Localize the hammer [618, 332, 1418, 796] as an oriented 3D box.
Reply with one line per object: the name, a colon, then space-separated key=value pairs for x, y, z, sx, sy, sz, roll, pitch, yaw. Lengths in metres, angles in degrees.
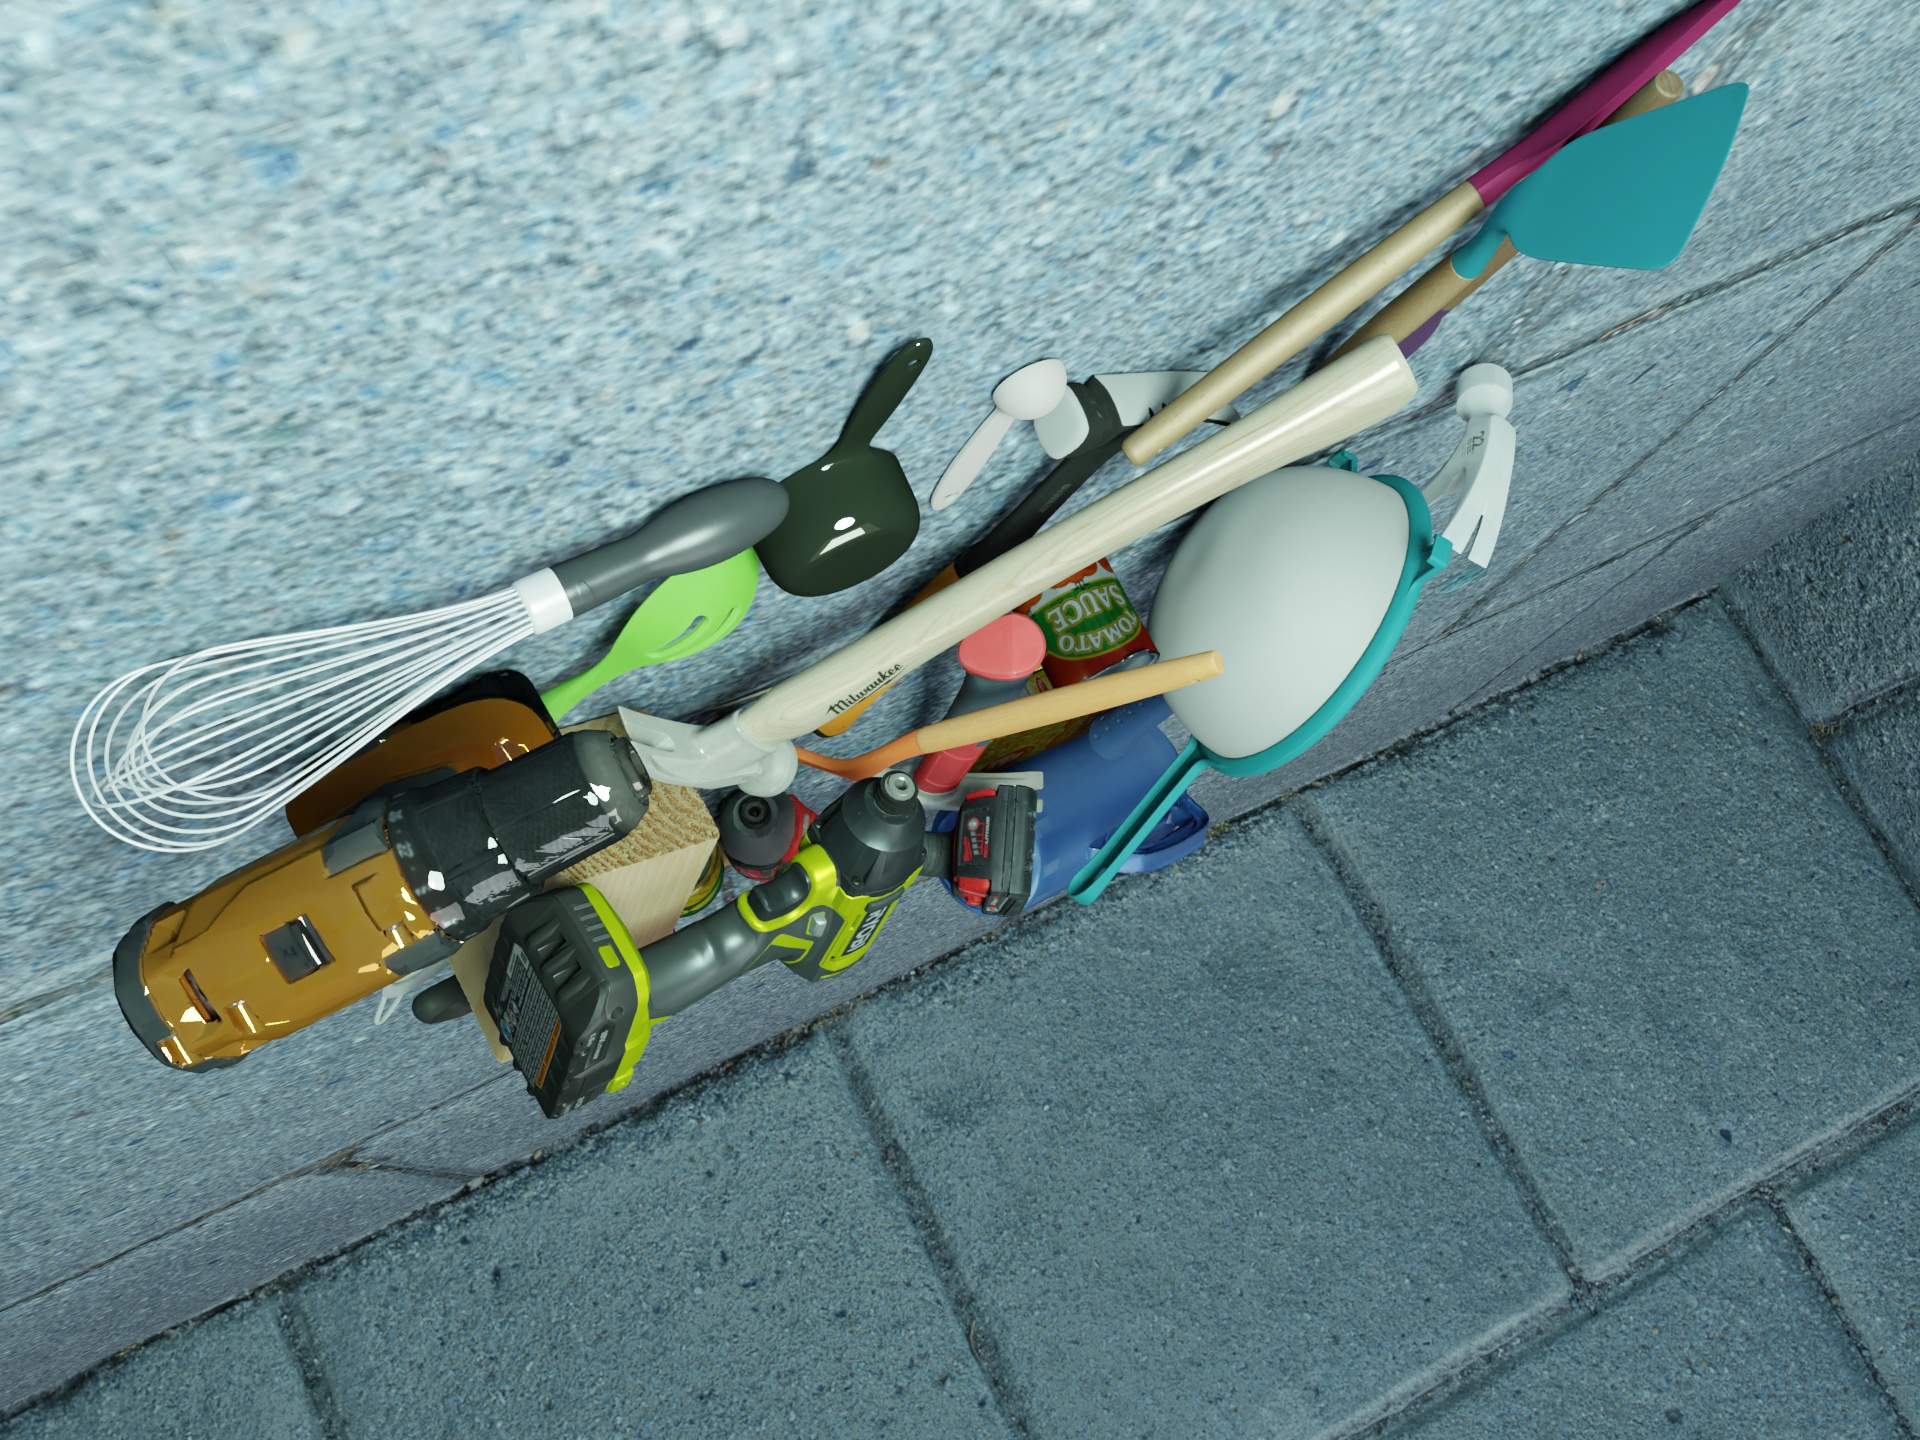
hammer: x=0.026 y=-0.072 z=0.775 sx=0.410 sy=0.038 sz=0.146 roll=-29 pitch=164 yaw=15

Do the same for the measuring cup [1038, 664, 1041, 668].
measuring cup: x=0.065 y=-0.056 z=1.114 sx=0.062 sy=0.029 sz=0.156 roll=-22 pitch=178 yaw=-21

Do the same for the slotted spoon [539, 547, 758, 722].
slotted spoon: x=-0.216 y=0.007 z=0.771 sx=0.313 sy=0.031 sz=0.070 roll=-31 pitch=170 yaw=23

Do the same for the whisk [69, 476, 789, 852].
whisk: x=-0.189 y=-0.031 z=0.608 sx=0.284 sy=0.070 sz=0.070 roll=-27 pitch=168 yaw=-21

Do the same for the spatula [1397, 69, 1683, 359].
spatula: x=0.252 y=-0.221 z=0.781 sx=0.060 sy=0.018 sz=0.316 roll=-25 pitch=174 yaw=-15

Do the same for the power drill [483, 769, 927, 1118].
power drill: x=-0.122 y=0.106 z=0.825 sx=0.223 sy=0.080 sz=0.171 roll=-22 pitch=156 yaw=-35

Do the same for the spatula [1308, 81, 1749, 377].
spatula: x=0.227 y=-0.192 z=0.725 sx=0.082 sy=0.044 sz=0.317 roll=-64 pitch=-174 yaw=-10

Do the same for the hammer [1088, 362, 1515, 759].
hammer: x=0.215 y=-0.072 z=1.080 sx=0.405 sy=0.035 sz=0.144 roll=-41 pitch=-154 yaw=47

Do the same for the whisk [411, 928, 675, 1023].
whisk: x=-0.283 y=0.167 z=1.117 sx=0.073 sy=0.073 sz=0.296 roll=-31 pitch=174 yaw=19

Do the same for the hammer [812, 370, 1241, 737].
hammer: x=0.008 y=-0.078 z=0.866 sx=0.127 sy=0.034 sz=0.337 roll=-14 pitch=162 yaw=-41

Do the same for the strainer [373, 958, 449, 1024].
strainer: x=-0.277 y=0.100 z=0.991 sx=0.258 sy=0.050 sz=0.087 roll=-35 pitch=174 yaw=8

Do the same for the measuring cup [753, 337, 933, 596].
measuring cup: x=-0.038 y=-0.101 z=0.668 sx=0.083 sy=0.038 sz=0.167 roll=-20 pitch=168 yaw=-28

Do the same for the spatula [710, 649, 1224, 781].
spatula: x=-0.001 y=-0.003 z=0.880 sx=0.322 sy=0.041 sz=0.081 roll=-15 pitch=154 yaw=34

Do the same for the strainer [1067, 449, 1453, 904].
strainer: x=0.143 y=-0.030 z=0.991 sx=0.340 sy=0.095 sz=0.211 roll=-53 pitch=-162 yaw=18

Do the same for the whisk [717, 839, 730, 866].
whisk: x=-0.232 y=0.120 z=1.128 sx=0.047 sy=0.051 sz=0.245 roll=-56 pitch=161 yaw=26

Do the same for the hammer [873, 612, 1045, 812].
hammer: x=0.019 y=0.007 z=1.038 sx=0.143 sy=0.038 sz=0.386 roll=3 pitch=165 yaw=-8

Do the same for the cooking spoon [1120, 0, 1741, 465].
cooking spoon: x=0.201 y=-0.212 z=0.691 sx=0.319 sy=0.017 sz=0.069 roll=-37 pitch=178 yaw=12

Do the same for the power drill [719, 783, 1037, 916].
power drill: x=-0.060 y=0.084 z=1.121 sx=0.219 sy=0.079 sz=0.143 roll=5 pitch=165 yaw=-1

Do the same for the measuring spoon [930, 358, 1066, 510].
measuring spoon: x=0.015 y=-0.124 z=0.731 sx=0.034 sy=0.018 sz=0.124 roll=-20 pitch=166 yaw=-31

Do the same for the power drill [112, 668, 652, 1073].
power drill: x=-0.202 y=0.041 z=0.625 sx=0.185 sy=0.084 sz=0.226 roll=-27 pitch=-168 yaw=0
